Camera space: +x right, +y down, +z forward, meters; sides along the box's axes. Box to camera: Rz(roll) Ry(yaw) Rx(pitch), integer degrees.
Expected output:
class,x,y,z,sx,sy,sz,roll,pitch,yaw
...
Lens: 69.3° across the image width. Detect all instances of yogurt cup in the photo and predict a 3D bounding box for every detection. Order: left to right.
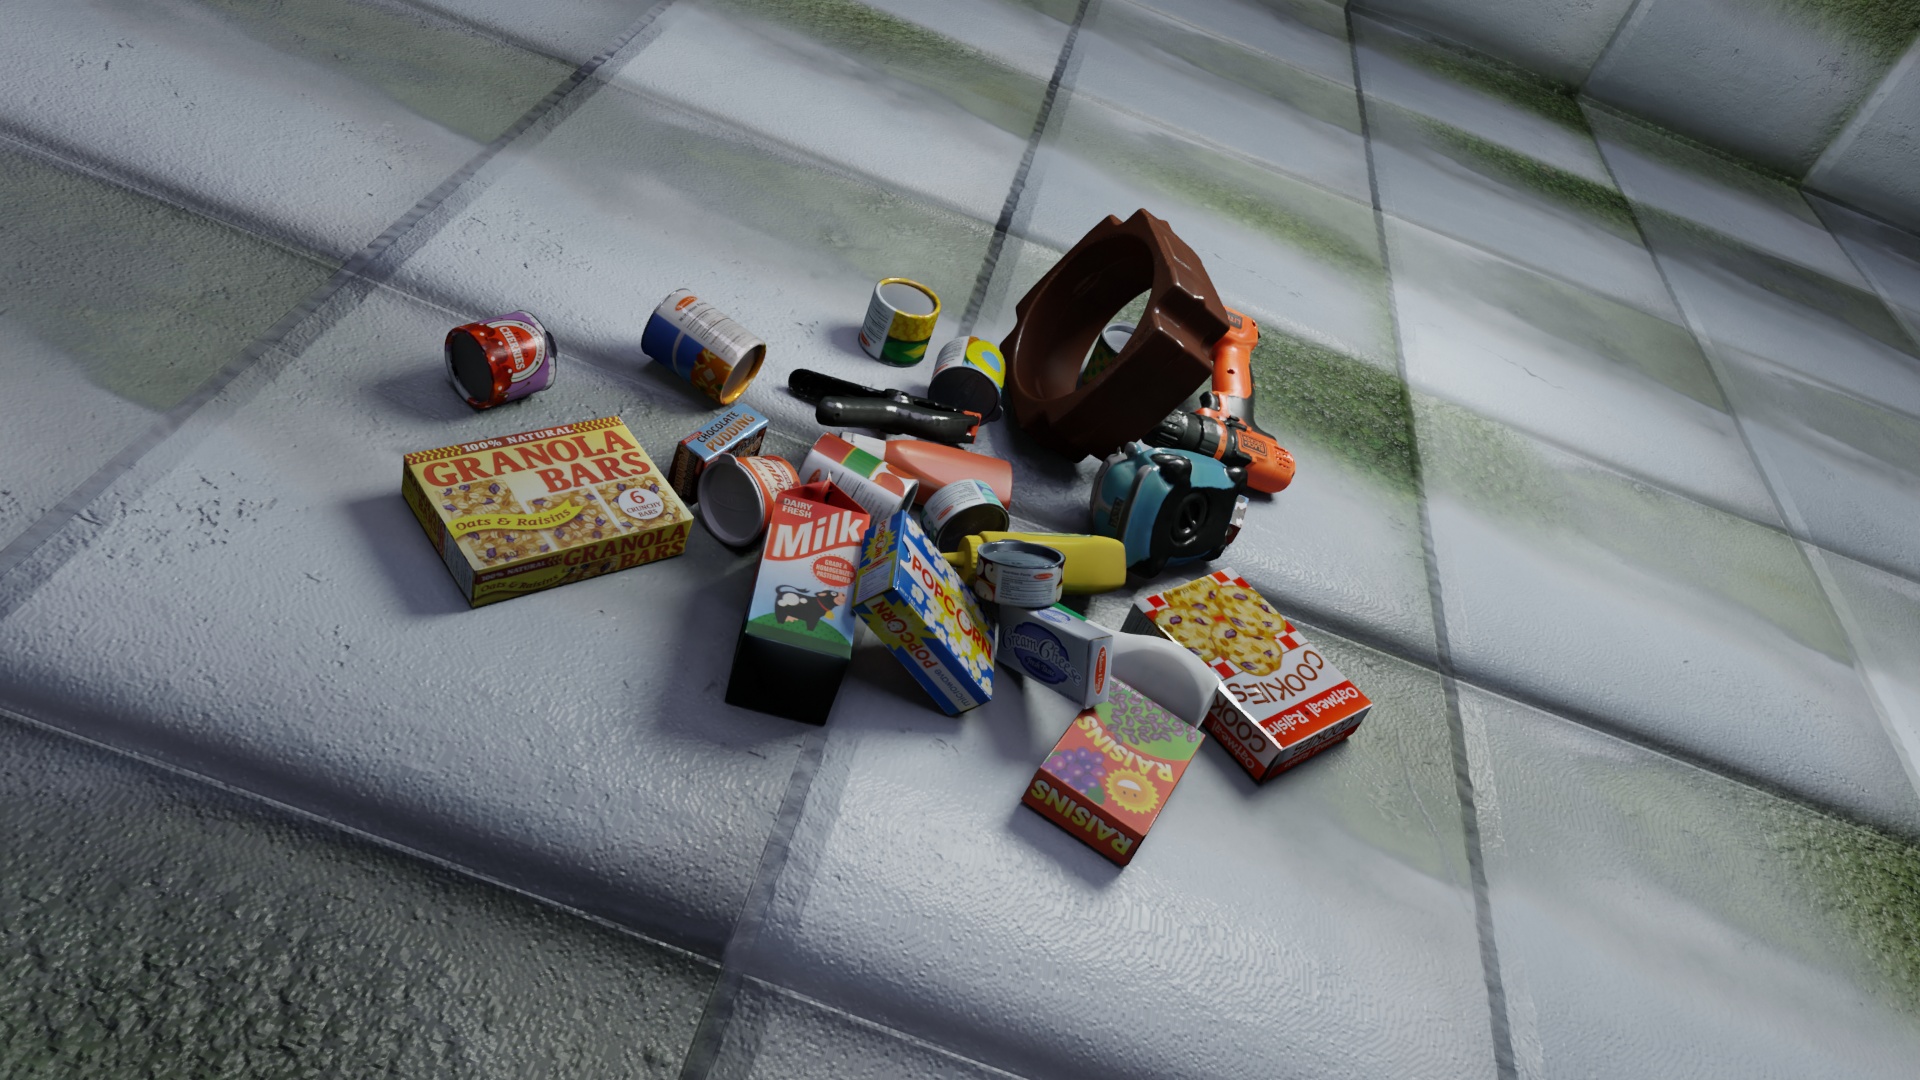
class,x,y,z,sx,sy,sz,roll,pitch,yaw
yogurt cup,-0.158,-0.034,1.059,0.072,0.072,0.054,40,33,21

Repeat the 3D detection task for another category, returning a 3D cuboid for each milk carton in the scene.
class,x,y,z,sx,sy,sz,roll,pitch,yaw
milk carton,-0.112,0.032,0.995,0.073,0.072,0.191,15,38,-9

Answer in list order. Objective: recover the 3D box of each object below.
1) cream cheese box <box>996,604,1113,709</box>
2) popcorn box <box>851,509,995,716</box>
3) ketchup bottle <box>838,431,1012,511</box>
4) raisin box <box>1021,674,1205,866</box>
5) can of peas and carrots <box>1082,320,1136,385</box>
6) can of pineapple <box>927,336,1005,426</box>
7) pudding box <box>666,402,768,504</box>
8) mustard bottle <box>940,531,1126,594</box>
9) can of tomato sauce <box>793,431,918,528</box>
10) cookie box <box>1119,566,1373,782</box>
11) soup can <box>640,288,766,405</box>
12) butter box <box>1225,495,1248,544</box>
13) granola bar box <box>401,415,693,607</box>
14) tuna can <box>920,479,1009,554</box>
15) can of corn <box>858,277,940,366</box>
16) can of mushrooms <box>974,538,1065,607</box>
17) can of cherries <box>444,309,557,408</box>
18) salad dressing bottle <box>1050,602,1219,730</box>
class,x,y,z,sx,sy,sz,roll,pitch,yaw
cream cheese box,0.067,0.079,1.013,0.024,0.053,0.104,-10,22,-36
popcorn box,-0.023,0.053,0.988,0.126,0.038,0.085,51,27,-31
ketchup bottle,-0.032,-0.057,1.163,0.149,0.043,0.065,14,38,-11
raisin box,0.109,0.160,0.980,0.086,0.039,0.124,32,38,11
can of peas and carrots,0.161,-0.176,1.386,0.071,0.058,0.071,14,38,-11
can of pineapple,0.008,-0.144,1.268,0.071,0.070,0.058,19,38,-5
pudding box,-0.191,-0.070,1.094,0.030,0.049,0.084,34,39,12
mustard bottle,0.050,0.017,1.099,0.160,0.065,0.049,3,85,-19
can of tomato sauce,-0.083,-0.039,1.099,0.083,0.070,0.071,28,38,5
cookie box,0.226,0.103,1.105,0.123,0.040,0.168,-16,51,-38
soup can,-0.217,-0.162,1.177,0.084,0.071,0.072,35,39,8
butter box,0.210,-0.039,1.276,0.103,0.024,0.053,25,37,3
granola bar box,-0.296,-0.025,0.998,0.166,0.038,0.124,-16,53,-38
tuna can,0.004,-0.014,1.115,0.071,0.070,0.033,-4,44,-30
can of corn,-0.055,-0.208,1.317,0.071,0.058,0.071,14,39,-11
can of mushrooms,0.044,0.024,1.035,0.071,0.033,0.071,4,16,-1
can of cherries,-0.357,-0.142,1.081,0.071,0.071,0.058,41,42,21
salad dressing bottle,0.121,0.092,1.052,0.148,0.064,0.044,27,16,18
